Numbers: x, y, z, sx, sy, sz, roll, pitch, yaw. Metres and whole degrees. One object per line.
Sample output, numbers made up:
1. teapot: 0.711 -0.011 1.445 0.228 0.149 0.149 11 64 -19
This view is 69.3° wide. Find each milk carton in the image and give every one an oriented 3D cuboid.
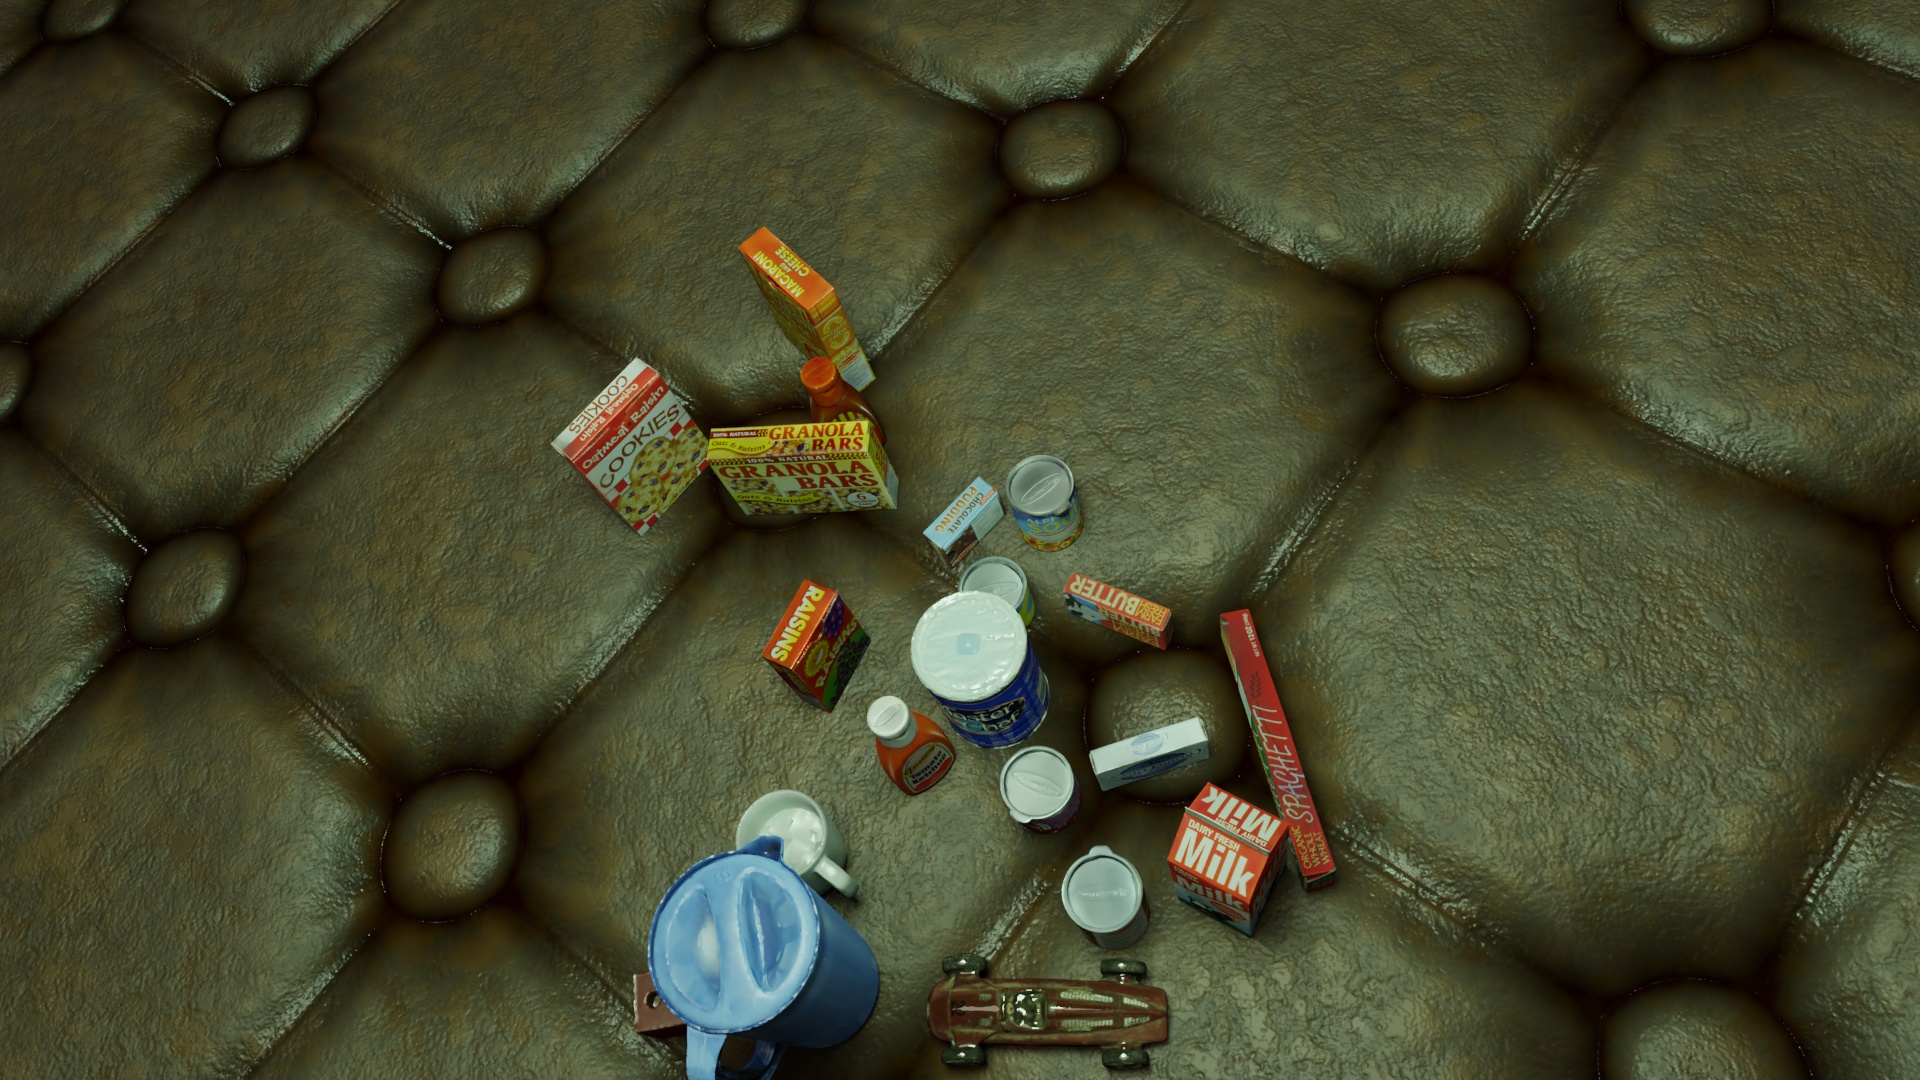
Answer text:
1. milk carton: 0.217 0.255 1.117 0.072 0.190 0.073 25 72 23

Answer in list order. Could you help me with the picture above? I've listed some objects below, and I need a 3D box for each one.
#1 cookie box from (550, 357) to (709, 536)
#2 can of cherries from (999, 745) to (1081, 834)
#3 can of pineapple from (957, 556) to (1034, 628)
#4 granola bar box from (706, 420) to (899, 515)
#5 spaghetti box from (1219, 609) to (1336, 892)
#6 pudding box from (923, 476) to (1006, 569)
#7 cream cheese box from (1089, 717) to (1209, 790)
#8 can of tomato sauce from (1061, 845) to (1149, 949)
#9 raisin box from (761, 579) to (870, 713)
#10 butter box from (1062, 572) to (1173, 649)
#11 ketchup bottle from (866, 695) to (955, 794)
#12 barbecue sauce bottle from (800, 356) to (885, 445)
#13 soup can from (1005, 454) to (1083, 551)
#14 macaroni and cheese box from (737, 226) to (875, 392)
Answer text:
1. cookie box: -0.331 -0.093 1.432 0.040 0.167 0.123 35 76 25
2. can of cherries: 0.071 0.226 1.240 0.071 0.058 0.072 -5 63 10
3. can of pineapple: 0.035 0.058 1.334 0.071 0.057 0.071 -5 63 10
4. granola bar box: -0.157 -0.072 1.406 0.165 0.123 0.039 -2 64 12
5. spaghetti box: 0.277 0.181 1.221 0.029 0.050 0.251 -16 61 5
6. pudding box: 0.005 -0.017 1.384 0.030 0.049 0.084 38 77 26
7. cream cheese box: 0.169 0.191 1.239 0.104 0.053 0.024 -18 61 3
8. can of tomato sauce: 0.124 0.304 1.175 0.071 0.082 0.071 -5 63 10
9. raisin box: -0.134 0.102 1.313 0.040 0.123 0.086 22 71 22
10. butter box: 0.149 0.067 1.306 0.103 0.053 0.024 21 70 22
11. ketchup bottle: -0.048 0.180 1.239 0.065 0.148 0.043 -41 62 -9
12. barbecue sauce bottle: -0.124 -0.133 1.415 0.065 0.148 0.044 -29 61 -2
13. soup can: 0.085 -0.033 1.354 0.071 0.083 0.071 -5 63 10
14. macaroni and cheese box: -0.161 -0.237 1.467 0.040 0.166 0.124 -42 62 -9
